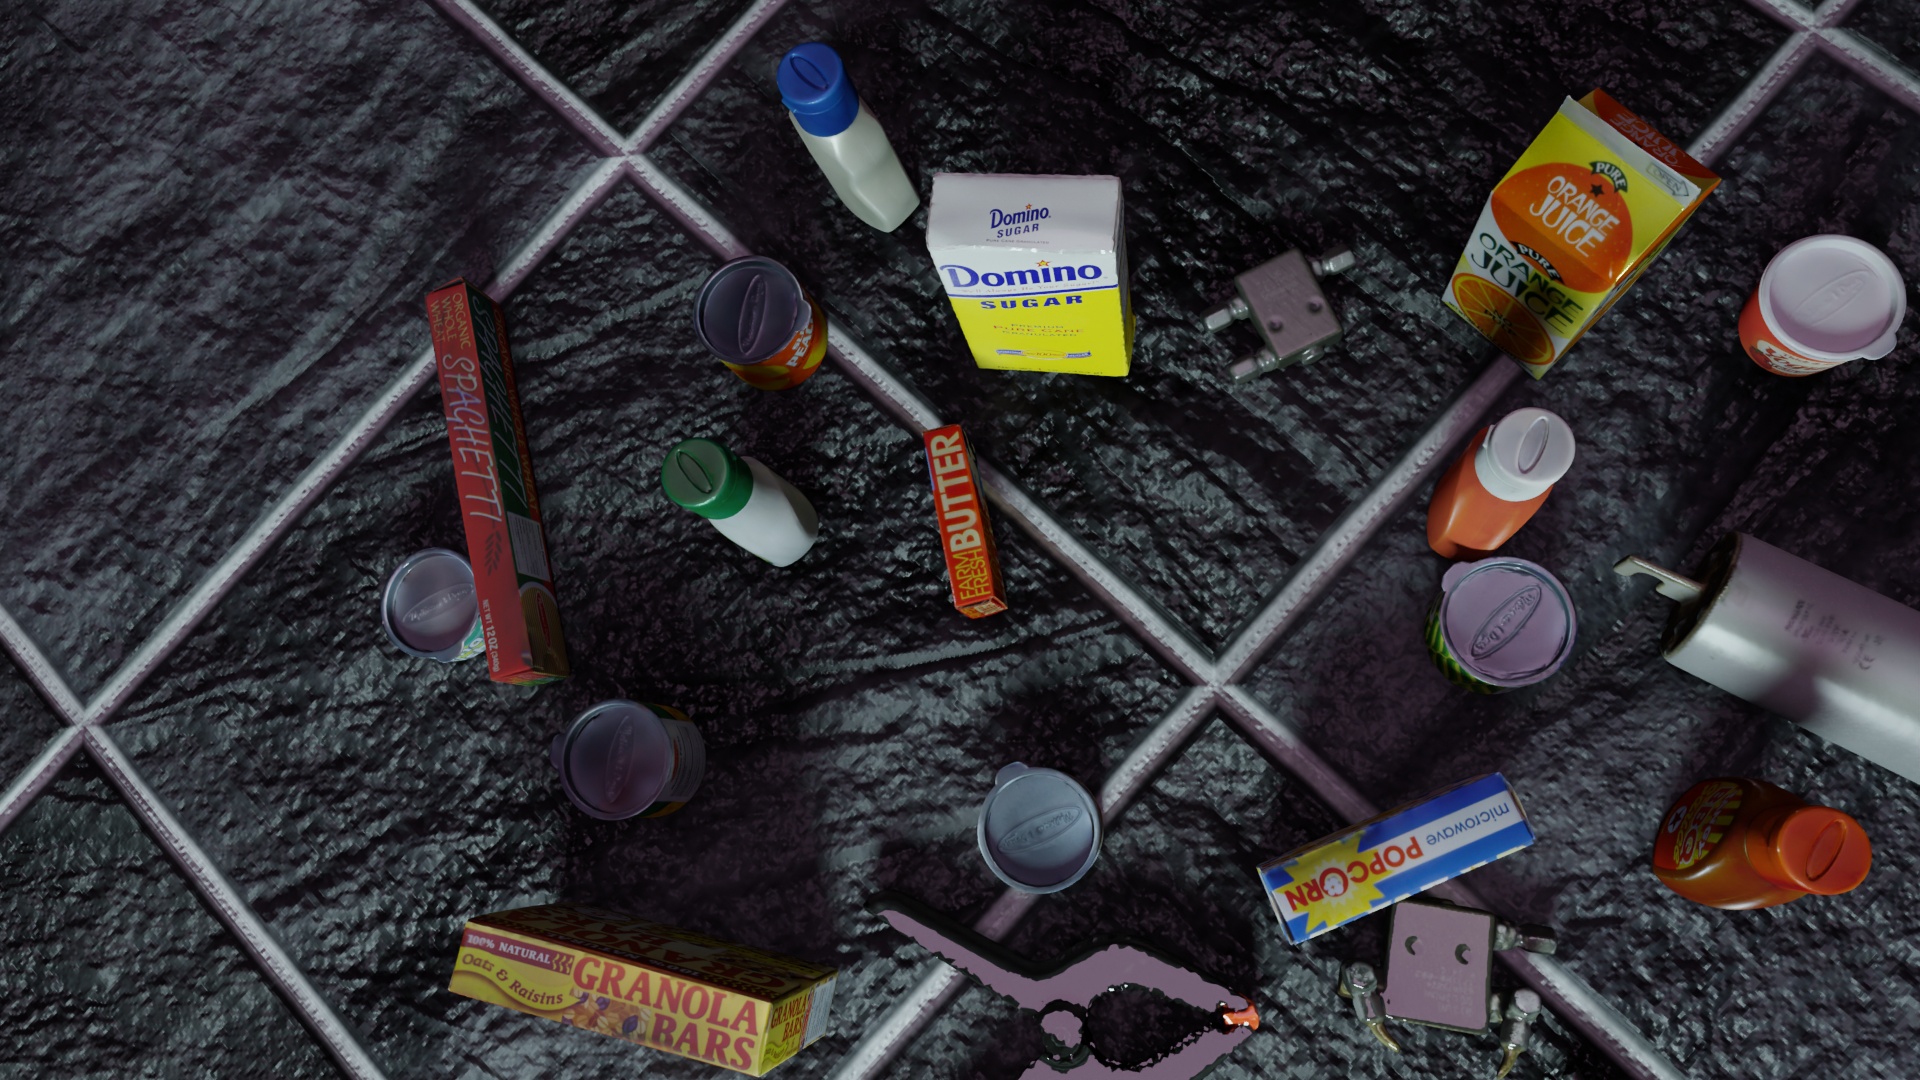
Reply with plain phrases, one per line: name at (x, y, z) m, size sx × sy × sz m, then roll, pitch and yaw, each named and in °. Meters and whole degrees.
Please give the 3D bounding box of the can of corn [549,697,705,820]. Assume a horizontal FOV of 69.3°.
can of corn at (-0.187, 0.124, 0.787) m, size 0.071 × 0.058 × 0.071 m, roll -2°, pitch 79°, yaw 10°

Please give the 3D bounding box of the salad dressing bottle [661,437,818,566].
salad dressing bottle at (-0.119, -0.022, 0.758) m, size 0.044 × 0.147 × 0.064 m, roll -40°, pitch 76°, yaw 1°

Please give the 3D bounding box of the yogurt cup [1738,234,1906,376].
yogurt cup at (0.446, -0.119, 0.727) m, size 0.072 × 0.054 × 0.072 m, roll -2°, pitch 79°, yaw 10°

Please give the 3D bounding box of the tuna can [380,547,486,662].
tuna can at (-0.310, 0.042, 0.837) m, size 0.071 × 0.033 × 0.071 m, roll -2°, pitch 79°, yaw 10°

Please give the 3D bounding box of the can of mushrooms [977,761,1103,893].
can of mushrooms at (0.043, 0.154, 0.754) m, size 0.071 × 0.033 × 0.071 m, roll -2°, pitch 79°, yaw 10°

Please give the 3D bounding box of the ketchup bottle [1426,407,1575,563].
ketchup bottle at (0.267, -0.030, 0.692) m, size 0.043 × 0.148 × 0.065 m, roll 22°, pitch 84°, yaw 13°

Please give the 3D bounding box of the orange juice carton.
orange juice carton at (0.304, -0.154, 0.687) m, size 0.073 × 0.192 × 0.072 m, roll -45°, pitch 76°, yaw 0°

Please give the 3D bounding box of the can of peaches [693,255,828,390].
can of peaches at (-0.115, -0.127, 0.824) m, size 0.071 × 0.058 × 0.071 m, roll -2°, pitch 79°, yaw 10°

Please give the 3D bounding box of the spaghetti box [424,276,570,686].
spaghetti box at (-0.280, -0.036, 0.838) m, size 0.029 × 0.050 × 0.250 m, roll -16°, pitch 77°, yaw 7°

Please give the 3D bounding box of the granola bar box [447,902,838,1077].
granola bar box at (-0.160, 0.229, 0.728) m, size 0.165 × 0.124 × 0.039 m, roll 11°, pitch 82°, yaw 12°

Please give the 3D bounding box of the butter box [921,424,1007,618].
butter box at (0.003, -0.010, 0.783) m, size 0.024 × 0.053 × 0.103 m, roll -13°, pitch 77°, yaw 7°

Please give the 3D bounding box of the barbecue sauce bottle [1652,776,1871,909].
barbecue sauce bottle at (0.368, 0.140, 0.641) m, size 0.044 × 0.148 × 0.065 m, roll 31°, pitch 86°, yaw 14°

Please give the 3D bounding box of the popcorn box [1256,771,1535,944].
popcorn box at (0.214, 0.158, 0.697) m, size 0.127 × 0.085 × 0.038 m, roll -25°, pitch 76°, yaw 5°

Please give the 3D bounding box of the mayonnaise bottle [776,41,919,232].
mayonnaise bottle at (-0.065, -0.229, 0.788) m, size 0.041 × 0.148 × 0.065 m, roll -44°, pitch 76°, yaw 0°

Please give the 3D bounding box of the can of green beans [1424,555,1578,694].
can of green beans at (0.279, 0.045, 0.722) m, size 0.071 × 0.057 × 0.071 m, roll -2°, pitch 79°, yaw 10°
